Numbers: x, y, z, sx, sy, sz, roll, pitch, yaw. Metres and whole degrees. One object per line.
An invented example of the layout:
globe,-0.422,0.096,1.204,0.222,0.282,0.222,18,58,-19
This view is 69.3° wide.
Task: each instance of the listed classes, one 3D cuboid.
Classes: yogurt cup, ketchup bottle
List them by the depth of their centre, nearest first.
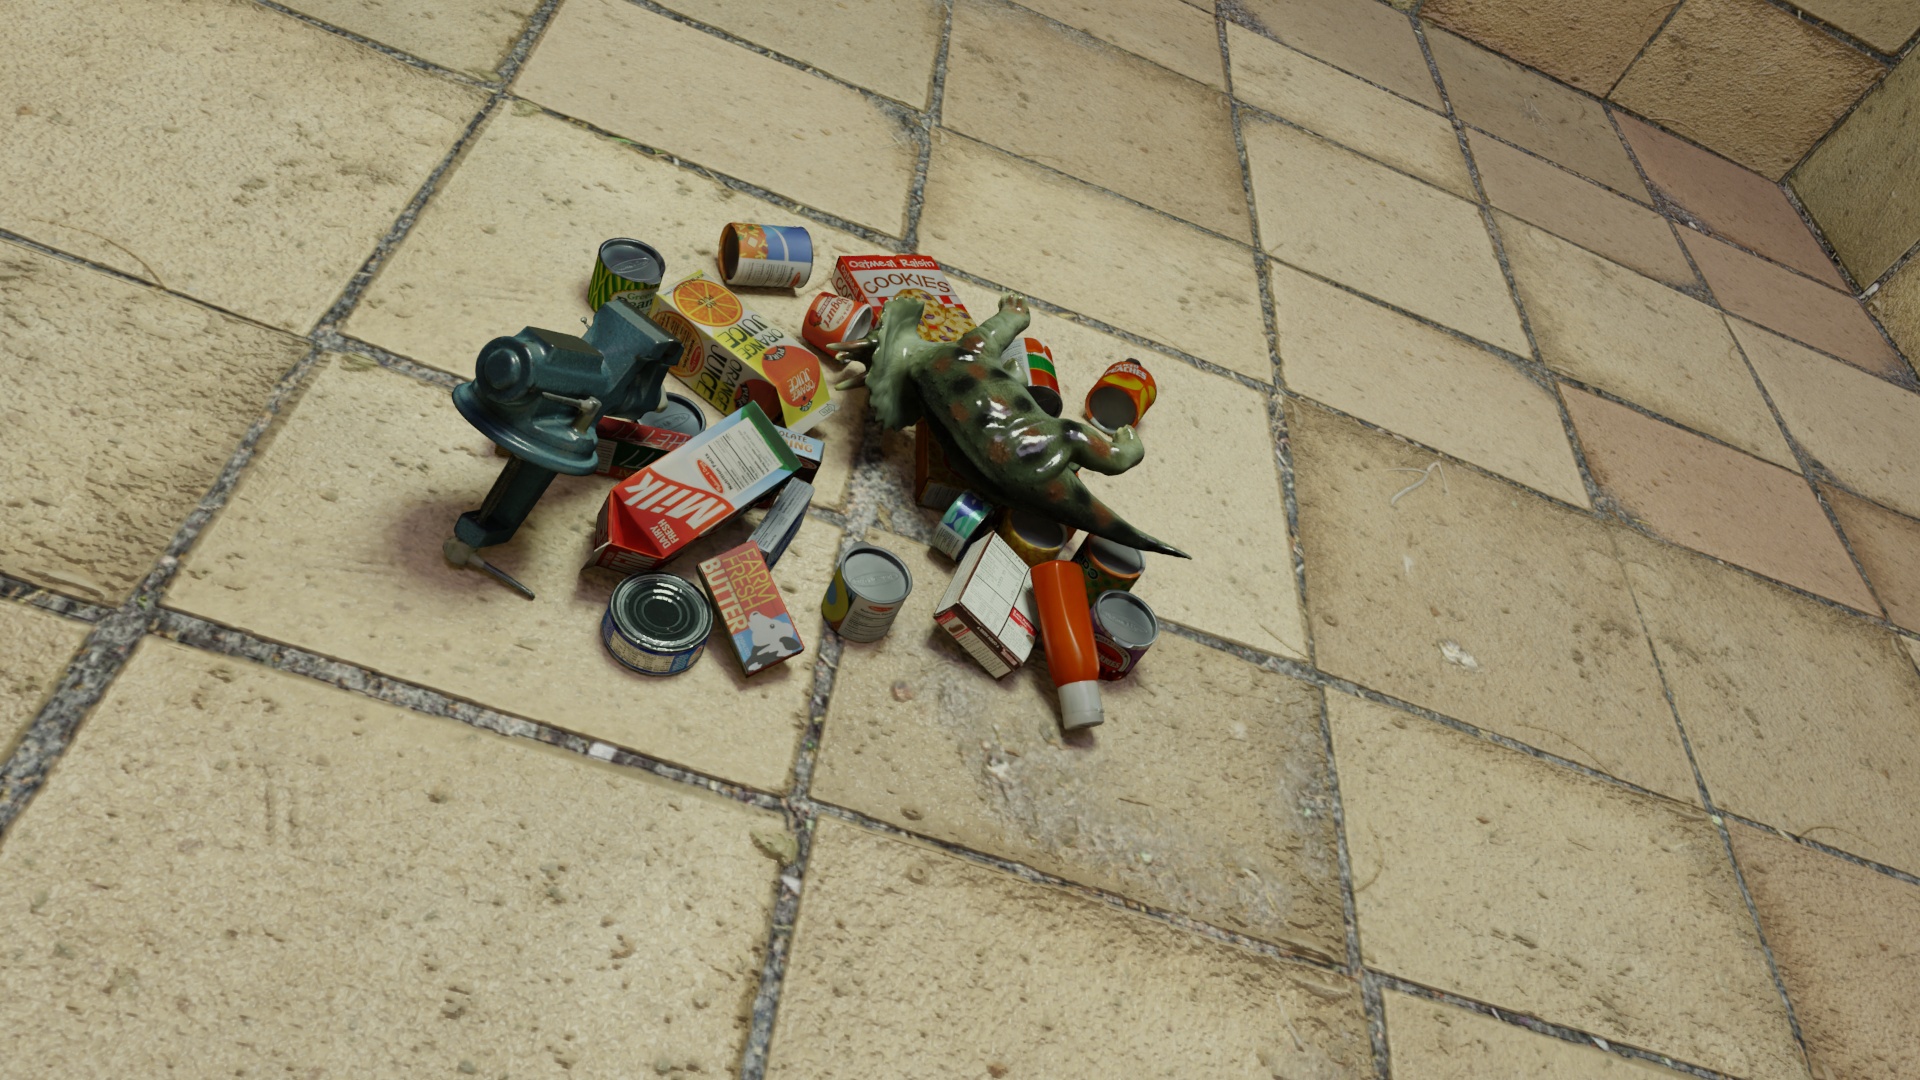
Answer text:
ketchup bottle,0.099,0.094,1.252,0.064,0.043,0.149,22,54,-60
yogurt cup,-0.131,-0.226,1.458,0.054,0.072,0.073,26,41,8

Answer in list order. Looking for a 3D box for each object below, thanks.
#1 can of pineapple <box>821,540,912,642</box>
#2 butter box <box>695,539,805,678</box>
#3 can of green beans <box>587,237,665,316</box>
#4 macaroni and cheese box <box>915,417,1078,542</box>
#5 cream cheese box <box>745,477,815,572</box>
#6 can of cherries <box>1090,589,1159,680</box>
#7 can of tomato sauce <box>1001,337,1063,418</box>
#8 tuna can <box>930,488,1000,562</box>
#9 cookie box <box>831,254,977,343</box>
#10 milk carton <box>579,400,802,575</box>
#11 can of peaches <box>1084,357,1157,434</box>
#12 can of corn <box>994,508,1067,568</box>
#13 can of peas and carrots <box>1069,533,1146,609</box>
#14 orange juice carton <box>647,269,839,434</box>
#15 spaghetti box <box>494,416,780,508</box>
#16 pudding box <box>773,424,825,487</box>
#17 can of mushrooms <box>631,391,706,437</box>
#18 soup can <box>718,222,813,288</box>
can of pineapple,-0.083,0.046,1.221,0.071,0.057,0.071,16,43,-16
butter box,-0.174,0.056,1.149,0.053,0.024,0.103,-23,84,-21
can of green beans,-0.332,-0.257,1.378,0.071,0.057,0.071,16,43,-15
macaroni and cheese box,0.038,-0.071,1.416,0.166,0.040,0.124,15,43,-16
cream cheese box,-0.164,-0.006,1.230,0.024,0.053,0.104,28,41,0
can of cherries,0.143,0.091,1.303,0.071,0.058,0.072,16,44,-16
can of tomato sauce,0.074,-0.170,1.515,0.071,0.070,0.083,12,44,-19
tuna can,0.005,-0.017,1.323,0.033,0.070,0.071,37,42,8
cookie box,-0.054,-0.249,1.539,0.123,0.040,0.168,-7,53,-34
milk carton,-0.235,-0.033,1.169,0.191,0.072,0.073,-37,91,-29
can of peaches,0.180,-0.162,1.562,0.071,0.071,0.058,34,43,5
can of corn,0.060,0.004,1.341,0.071,0.058,0.071,16,43,-15
can of peas and carrots,0.138,0.029,1.360,0.071,0.058,0.071,16,43,-15
orange juice carton,-0.211,-0.171,1.351,0.193,0.072,0.072,37,42,8
spaghetti box,-0.281,-0.076,1.236,0.250,0.050,0.029,11,46,-20
pudding box,-0.174,-0.080,1.299,0.084,0.049,0.030,19,44,-11
can of mushrooms,-0.272,-0.105,1.281,0.071,0.033,0.071,15,44,-15
soup can,-0.210,-0.308,1.489,0.084,0.071,0.071,-3,51,-31
